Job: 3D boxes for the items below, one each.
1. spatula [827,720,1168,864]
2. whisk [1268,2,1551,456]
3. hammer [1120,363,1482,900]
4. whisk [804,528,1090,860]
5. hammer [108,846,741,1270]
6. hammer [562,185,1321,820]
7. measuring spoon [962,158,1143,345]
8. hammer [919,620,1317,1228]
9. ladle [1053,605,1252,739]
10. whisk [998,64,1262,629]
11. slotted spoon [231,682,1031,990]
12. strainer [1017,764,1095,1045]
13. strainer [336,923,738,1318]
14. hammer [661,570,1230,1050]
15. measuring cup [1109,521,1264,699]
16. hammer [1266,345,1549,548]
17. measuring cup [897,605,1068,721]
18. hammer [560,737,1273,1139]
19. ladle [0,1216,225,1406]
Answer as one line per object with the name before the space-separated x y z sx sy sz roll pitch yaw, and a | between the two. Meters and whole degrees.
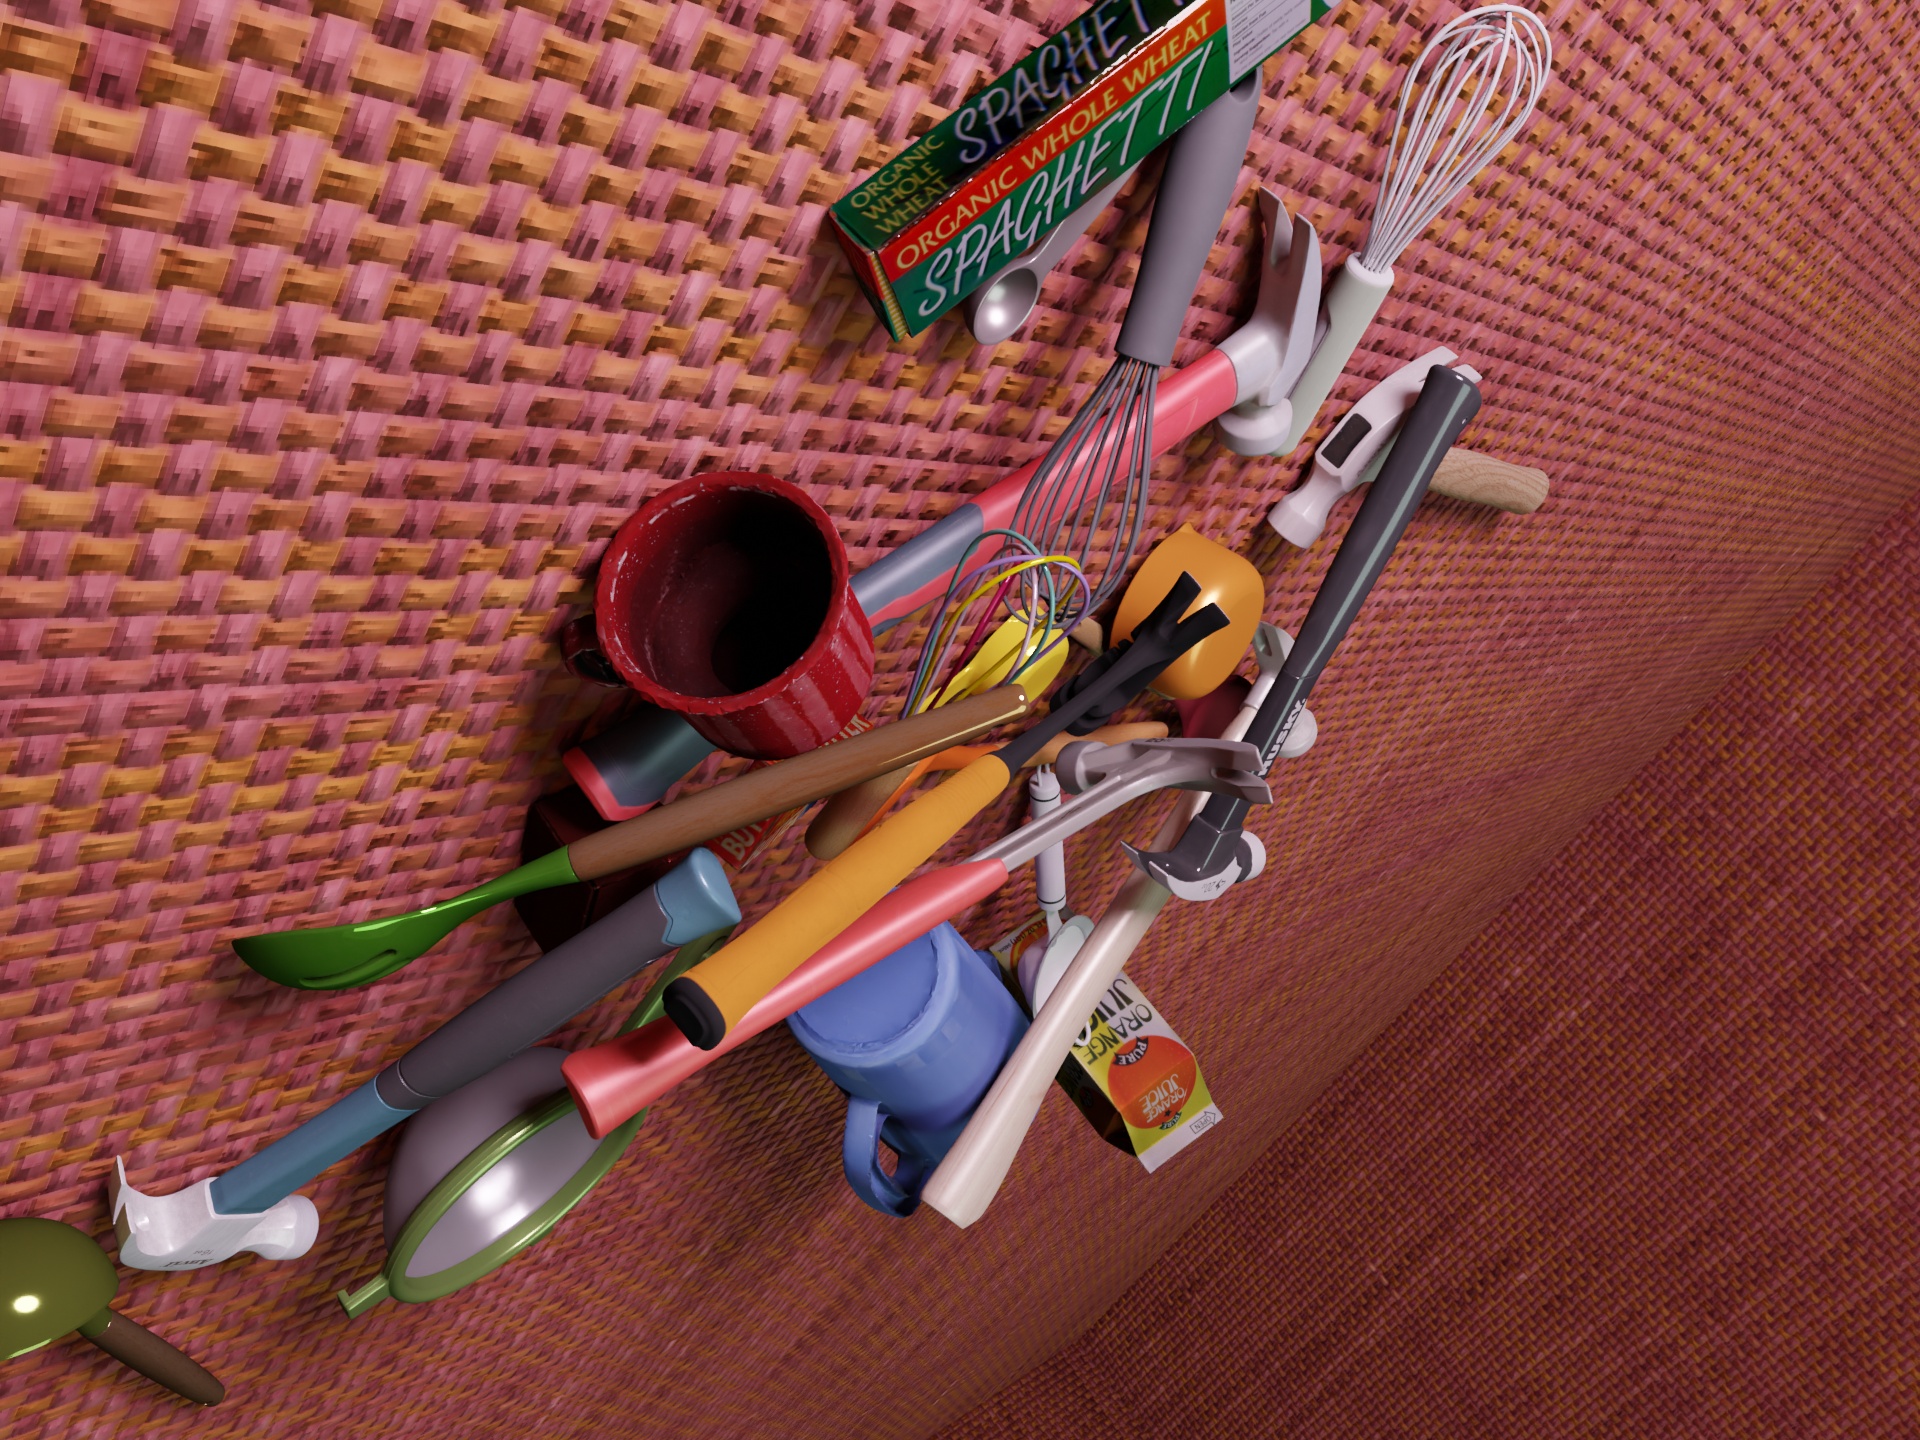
spatula | 0.038 0.027 0.914 0.322 0.041 0.081 -8 146 -52
whisk | 0.195 -0.218 0.744 0.059 0.058 0.246 8 139 -14
hammer | 0.197 -0.041 0.897 0.146 0.035 0.334 -3 124 -55
whisk | -0.020 -0.001 0.675 0.047 0.051 0.245 -45 177 -40
hammer | -0.224 0.149 0.669 0.331 0.033 0.128 -33 155 15
hammer | -0.001 -0.084 0.682 0.386 0.038 0.143 -34 153 -15
measuring spoon | 0.041 -0.195 0.596 0.124 0.018 0.034 -51 157 4
hammer | 0.098 0.122 0.979 0.411 0.038 0.146 -55 146 -15
ladle | 0.120 -0.023 0.966 0.069 0.031 0.315 -62 151 2
whisk | 0.068 -0.145 0.623 0.055 0.055 0.239 -6 119 -51
slotted spoon | -0.122 0.045 0.601 0.314 0.031 0.070 -20 169 1
strainer | 0.059 0.120 1.048 0.087 0.050 0.258 -47 144 -39
strainer | -0.201 0.170 0.776 0.256 0.069 0.151 -52 161 12
hammer | -0.002 0.038 0.728 0.337 0.034 0.127 -37 175 -40
measuring cup | 0.152 -0.061 0.904 0.173 0.052 0.095 -14 130 -53
hammer | 0.312 -0.161 1.011 0.331 0.031 0.130 -4 137 -53
measuring cup | -0.001 -0.003 0.791 0.156 0.029 0.062 -39 163 -32
hammer | -0.020 0.093 0.759 0.359 0.036 0.149 -27 -164 -30
ladle | -0.387 0.293 0.727 0.078 0.062 0.320 -9 149 -13
